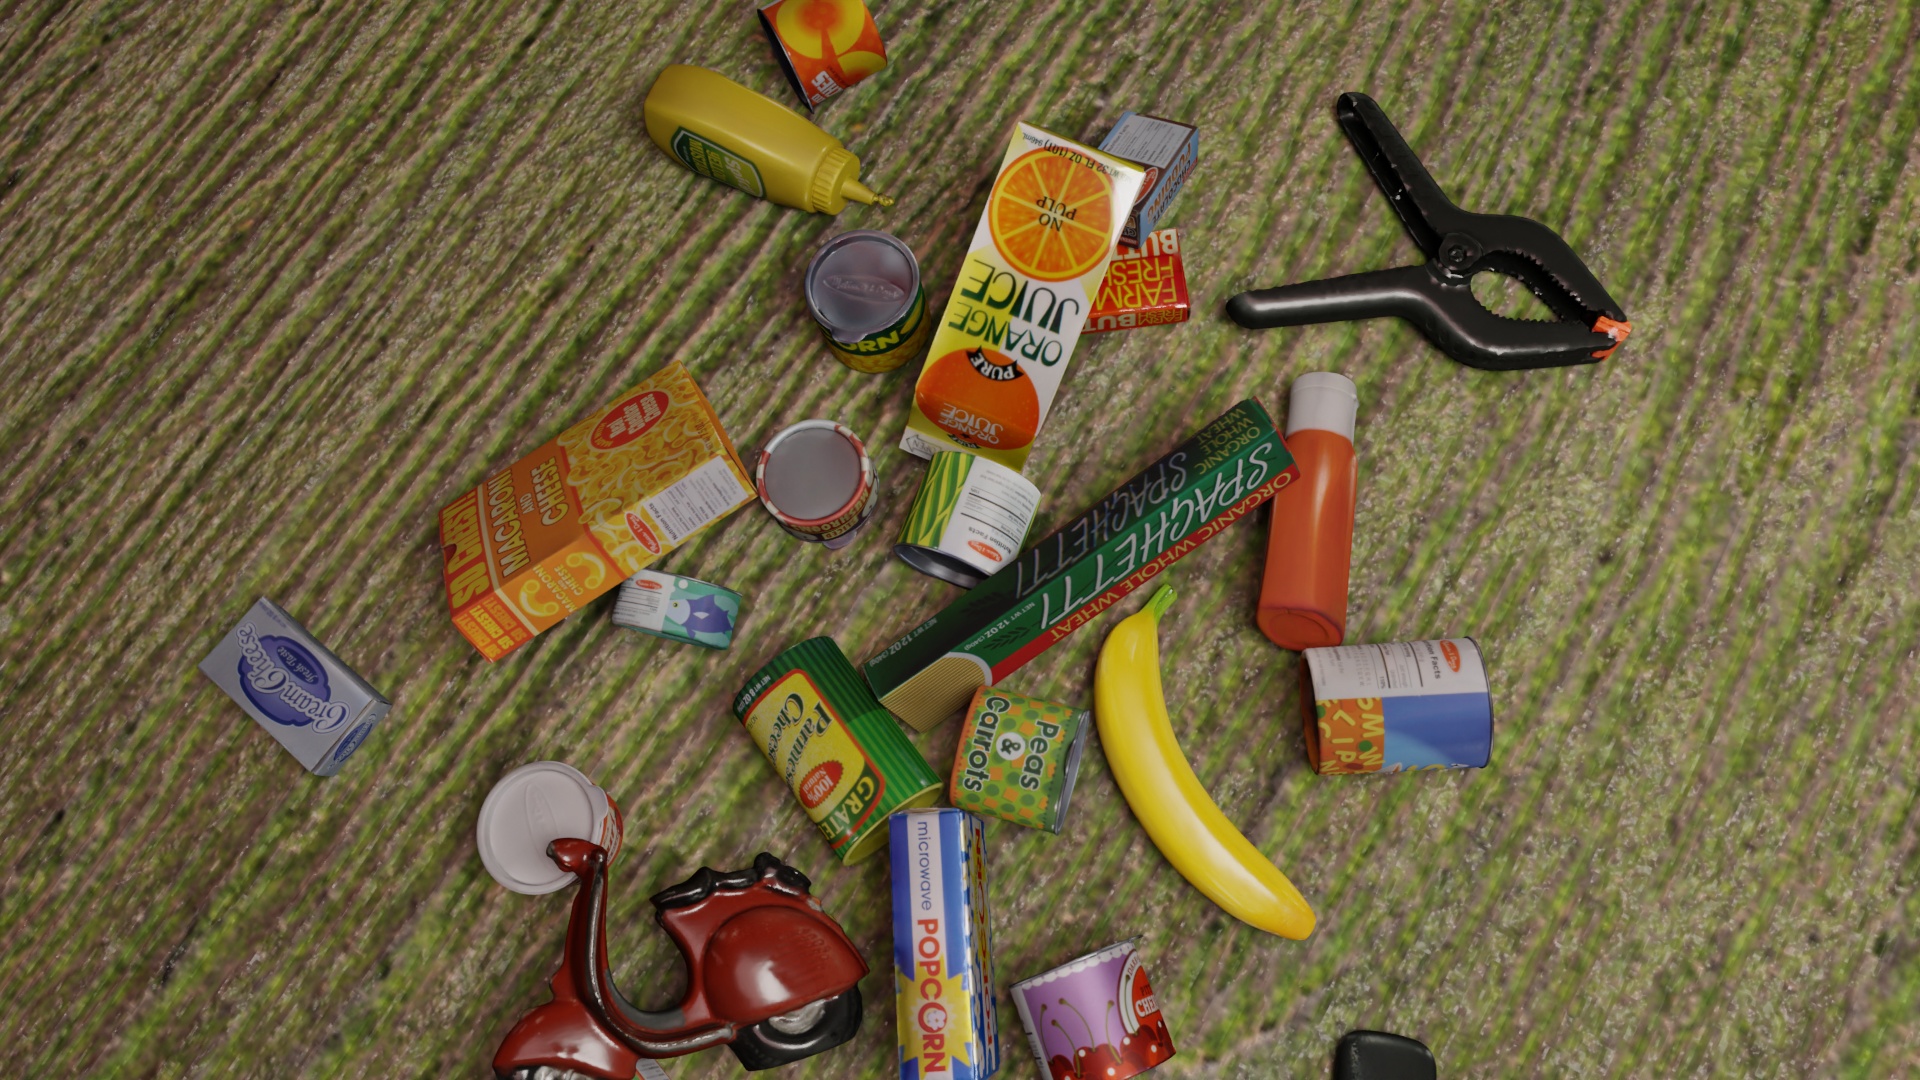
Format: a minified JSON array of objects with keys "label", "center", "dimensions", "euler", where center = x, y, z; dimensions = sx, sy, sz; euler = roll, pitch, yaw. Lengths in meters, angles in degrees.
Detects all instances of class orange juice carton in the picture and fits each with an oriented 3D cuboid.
[{"label":"orange juice carton","center":[0.032,-0.125,0.761],"dimensions":[0.072,0.073,0.192],"euler":[22,105,1]}]

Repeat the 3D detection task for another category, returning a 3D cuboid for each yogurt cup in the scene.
[{"label":"yogurt cup","center":[-0.215,0.155,0.741],"dimensions":[0.072,0.054,0.072],"euler":[-2,73,6]}]

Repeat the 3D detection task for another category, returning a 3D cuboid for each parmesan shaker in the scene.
[{"label":"parmesan shaker","center":[-0.067,0.111,0.732],"dimensions":[0.071,0.071,0.103],"euler":[-39,72,-5]}]

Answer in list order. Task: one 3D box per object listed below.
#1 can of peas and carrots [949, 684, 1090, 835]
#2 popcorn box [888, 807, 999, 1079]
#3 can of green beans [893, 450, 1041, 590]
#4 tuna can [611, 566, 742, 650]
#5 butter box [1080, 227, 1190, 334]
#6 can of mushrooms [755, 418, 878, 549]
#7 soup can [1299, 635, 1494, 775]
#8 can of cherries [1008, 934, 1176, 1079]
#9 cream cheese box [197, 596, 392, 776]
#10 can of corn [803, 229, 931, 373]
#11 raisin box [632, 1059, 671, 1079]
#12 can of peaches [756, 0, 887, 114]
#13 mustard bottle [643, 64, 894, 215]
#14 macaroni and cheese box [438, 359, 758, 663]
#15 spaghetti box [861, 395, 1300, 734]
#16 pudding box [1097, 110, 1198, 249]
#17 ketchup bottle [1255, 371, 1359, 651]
[{"label":"can of peas and carrots","center":[0.030,0.112,0.716],"dimensions":[0.059,0.071,0.071],"euler":[13,75,11]},{"label":"popcorn box","center":[-0.007,0.199,0.686],"dimensions":[0.038,0.085,0.127],"euler":[-5,73,7]},{"label":"can of green beans","center":[0.004,-0.009,0.759],"dimensions":[0.071,0.071,0.058],"euler":[19,76,12]},{"label":"tuna can","center":[-0.154,0.038,0.765],"dimensions":[0.071,0.071,0.033],"euler":[12,81,10]},{"label":"butter box","center":[0.080,-0.150,0.814],"dimensions":[0.103,0.024,0.053],"euler":[-6,72,5]},{"label":"can of mushrooms","center":[-0.081,-0.032,0.793],"dimensions":[0.071,0.033,0.071],"euler":[-2,72,6]},{"label":"soup can","center":[0.219,0.087,0.706],"dimensions":[0.084,0.071,0.071],"euler":[-5,73,6]},{"label":"can of cherries","center":[0.066,0.232,0.677],"dimensions":[0.071,0.071,0.058],"euler":[-21,72,0]},{"label":"cream cheese box","center":[-0.382,0.083,0.798],"dimensions":[0.104,0.024,0.053],"euler":[36,81,15]},{"label":"can of corn","center":[-0.053,-0.135,0.808],"dimensions":[0.071,0.058,0.071],"euler":[-2,73,6]},{"label":"raisin box","center":[-0.155,0.331,0.688],"dimensions":[0.086,0.040,0.123],"euler":[-44,72,-8]},{"label":"can of peaches","center":[-0.084,-0.309,0.862],"dimensions":[0.058,0.071,0.071],"euler":[-29,72,-3]},{"label":"mustard bottle","center":[-0.114,-0.235,0.844],"dimensions":[0.160,0.065,0.049],"euler":[25,74,10]},{"label":"macaroni and cheese box","center":[-0.206,-0.021,0.769],"dimensions":[0.166,0.040,0.124],"euler":[-33,36,-4]},{"label":"spaghetti box","center":[0.063,0.015,0.725],"dimensions":[0.250,0.050,0.029],"euler":[-35,50,7]},{"label":"pudding box","center":[0.100,-0.213,0.814],"dimensions":[0.050,0.030,0.084],"euler":[21,60,22]},{"label":"ketchup bottle","center":[0.189,-0.019,0.744],"dimensions":[0.043,0.064,0.149],"euler":[0,63,27]}]
